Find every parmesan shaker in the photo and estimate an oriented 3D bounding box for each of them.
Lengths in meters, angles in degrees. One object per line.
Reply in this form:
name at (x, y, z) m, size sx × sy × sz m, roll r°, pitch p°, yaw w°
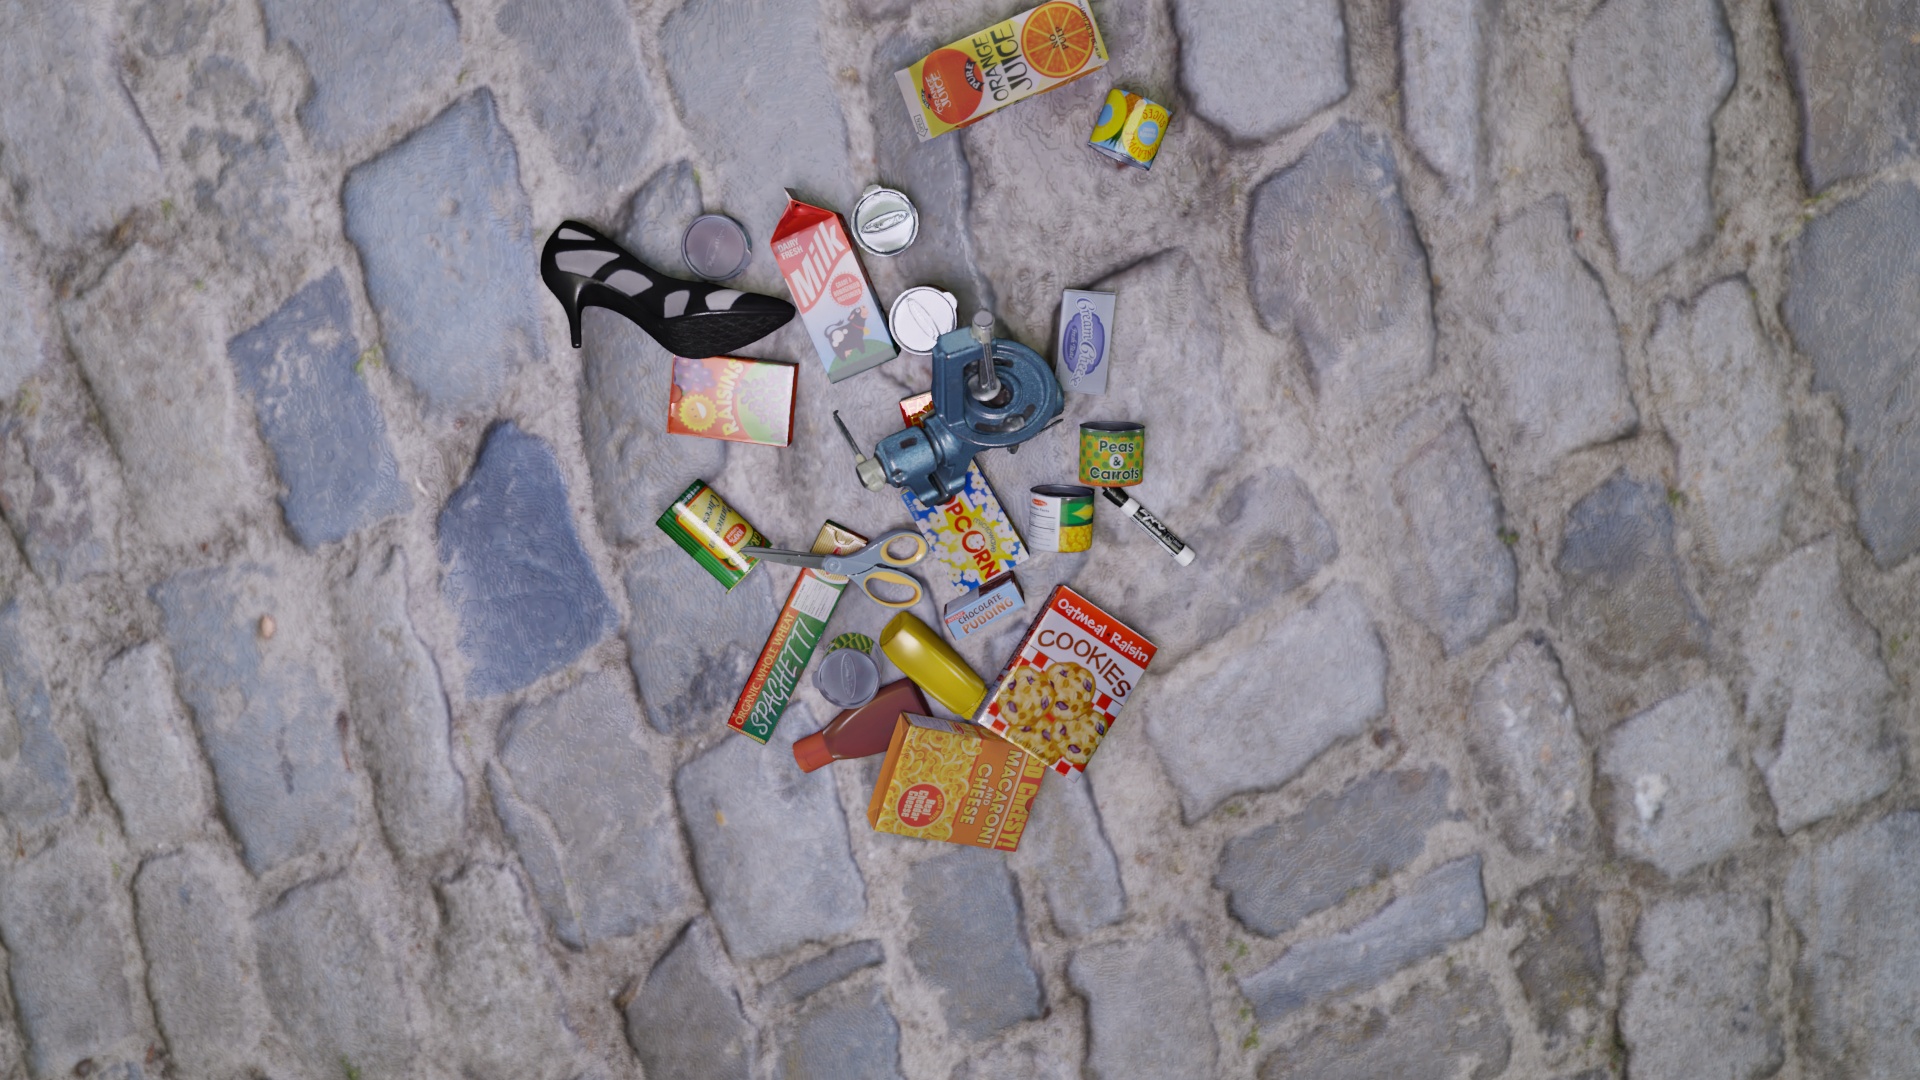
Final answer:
parmesan shaker at (-0.254, -0.004, 1.423) m, size 0.103 × 0.071 × 0.071 m, roll 43°, pitch 99°, yaw -8°

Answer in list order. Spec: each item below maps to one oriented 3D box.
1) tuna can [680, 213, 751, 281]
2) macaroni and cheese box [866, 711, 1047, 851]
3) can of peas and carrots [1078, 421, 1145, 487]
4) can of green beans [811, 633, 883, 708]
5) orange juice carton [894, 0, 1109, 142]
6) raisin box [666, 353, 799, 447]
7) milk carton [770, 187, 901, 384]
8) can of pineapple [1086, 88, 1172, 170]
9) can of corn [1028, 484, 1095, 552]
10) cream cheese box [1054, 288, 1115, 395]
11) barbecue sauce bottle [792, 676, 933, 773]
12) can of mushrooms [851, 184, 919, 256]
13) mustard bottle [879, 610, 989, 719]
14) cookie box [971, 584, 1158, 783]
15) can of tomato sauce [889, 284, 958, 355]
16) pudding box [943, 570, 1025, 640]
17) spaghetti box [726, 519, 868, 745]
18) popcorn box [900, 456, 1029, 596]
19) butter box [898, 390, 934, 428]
tuna can at (-0.240, -0.291, 1.381) m, size 0.071 × 0.033 × 0.071 m, roll 0°, pitch 102°, yaw 1°
macaroni and cheese box at (-0.001, 0.257, 1.466) m, size 0.166 × 0.040 × 0.123 m, roll 14°, pitch 103°, yaw -21°
can of peas and carrots at (0.153, -0.087, 1.401) m, size 0.071 × 0.071 × 0.058 m, roll 0°, pitch 103°, yaw 1°
can of green beans at (-0.115, 0.136, 1.457) m, size 0.071 × 0.058 × 0.071 m, roll 0°, pitch 102°, yaw 1°
orange juice carton at (0.038, -0.450, 1.324) m, size 0.193 × 0.073 × 0.071 m, roll -21°, pitch 101°, yaw 5°
raisin box at (-0.230, -0.144, 1.409) m, size 0.123 × 0.040 × 0.086 m, roll 7°, pitch 103°, yaw 0°
milk carton at (-0.129, -0.257, 1.367) m, size 0.073 × 0.072 × 0.190 m, roll -22°, pitch 101°, yaw 5°
can of pineapple at (0.164, -0.395, 1.337) m, size 0.071 × 0.071 × 0.057 m, roll 22°, pitch 102°, yaw -4°
can of corn at (0.105, -0.023, 1.419) m, size 0.071 × 0.071 × 0.058 m, roll 2°, pitch 103°, yaw 0°
cream cheese box at (0.124, -0.200, 1.401) m, size 0.053 × 0.024 × 0.103 m, roll 5°, pitch 102°, yaw -1°
barbecue sauce bottle at (-0.106, 0.202, 1.479) m, size 0.148 × 0.044 × 0.064 m, roll -25°, pitch 106°, yaw 6°
can of mushrooms at (-0.074, -0.317, 1.374) m, size 0.071 × 0.033 × 0.071 m, roll 0°, pitch 102°, yaw 1°
mustard bottle at (-0.016, 0.143, 1.457) m, size 0.048 × 0.065 × 0.160 m, roll -44°, pitch 103°, yaw 11°
cookie box at (0.109, 0.147, 1.444) m, size 0.123 × 0.040 × 0.167 m, roll 33°, pitch 83°, yaw -8°
can of tomato sauce at (-0.033, -0.220, 1.368) m, size 0.071 × 0.083 × 0.071 m, roll 0°, pitch 102°, yaw 1°
pudding box at (0.025, 0.067, 1.446) m, size 0.083 × 0.050 × 0.030 m, roll -28°, pitch 102°, yaw 6°
spaghetti box at (-0.173, 0.097, 1.465) m, size 0.050 × 0.029 × 0.249 m, roll 26°, pitch 101°, yaw -5°
popcorn box at (0.005, -0.018, 1.433) m, size 0.085 × 0.038 × 0.126 m, roll -29°, pitch 100°, yaw 6°
butter box at (-0.007, -0.133, 1.417) m, size 0.103 × 0.024 × 0.053 m, roll -17°, pitch 101°, yaw 4°
